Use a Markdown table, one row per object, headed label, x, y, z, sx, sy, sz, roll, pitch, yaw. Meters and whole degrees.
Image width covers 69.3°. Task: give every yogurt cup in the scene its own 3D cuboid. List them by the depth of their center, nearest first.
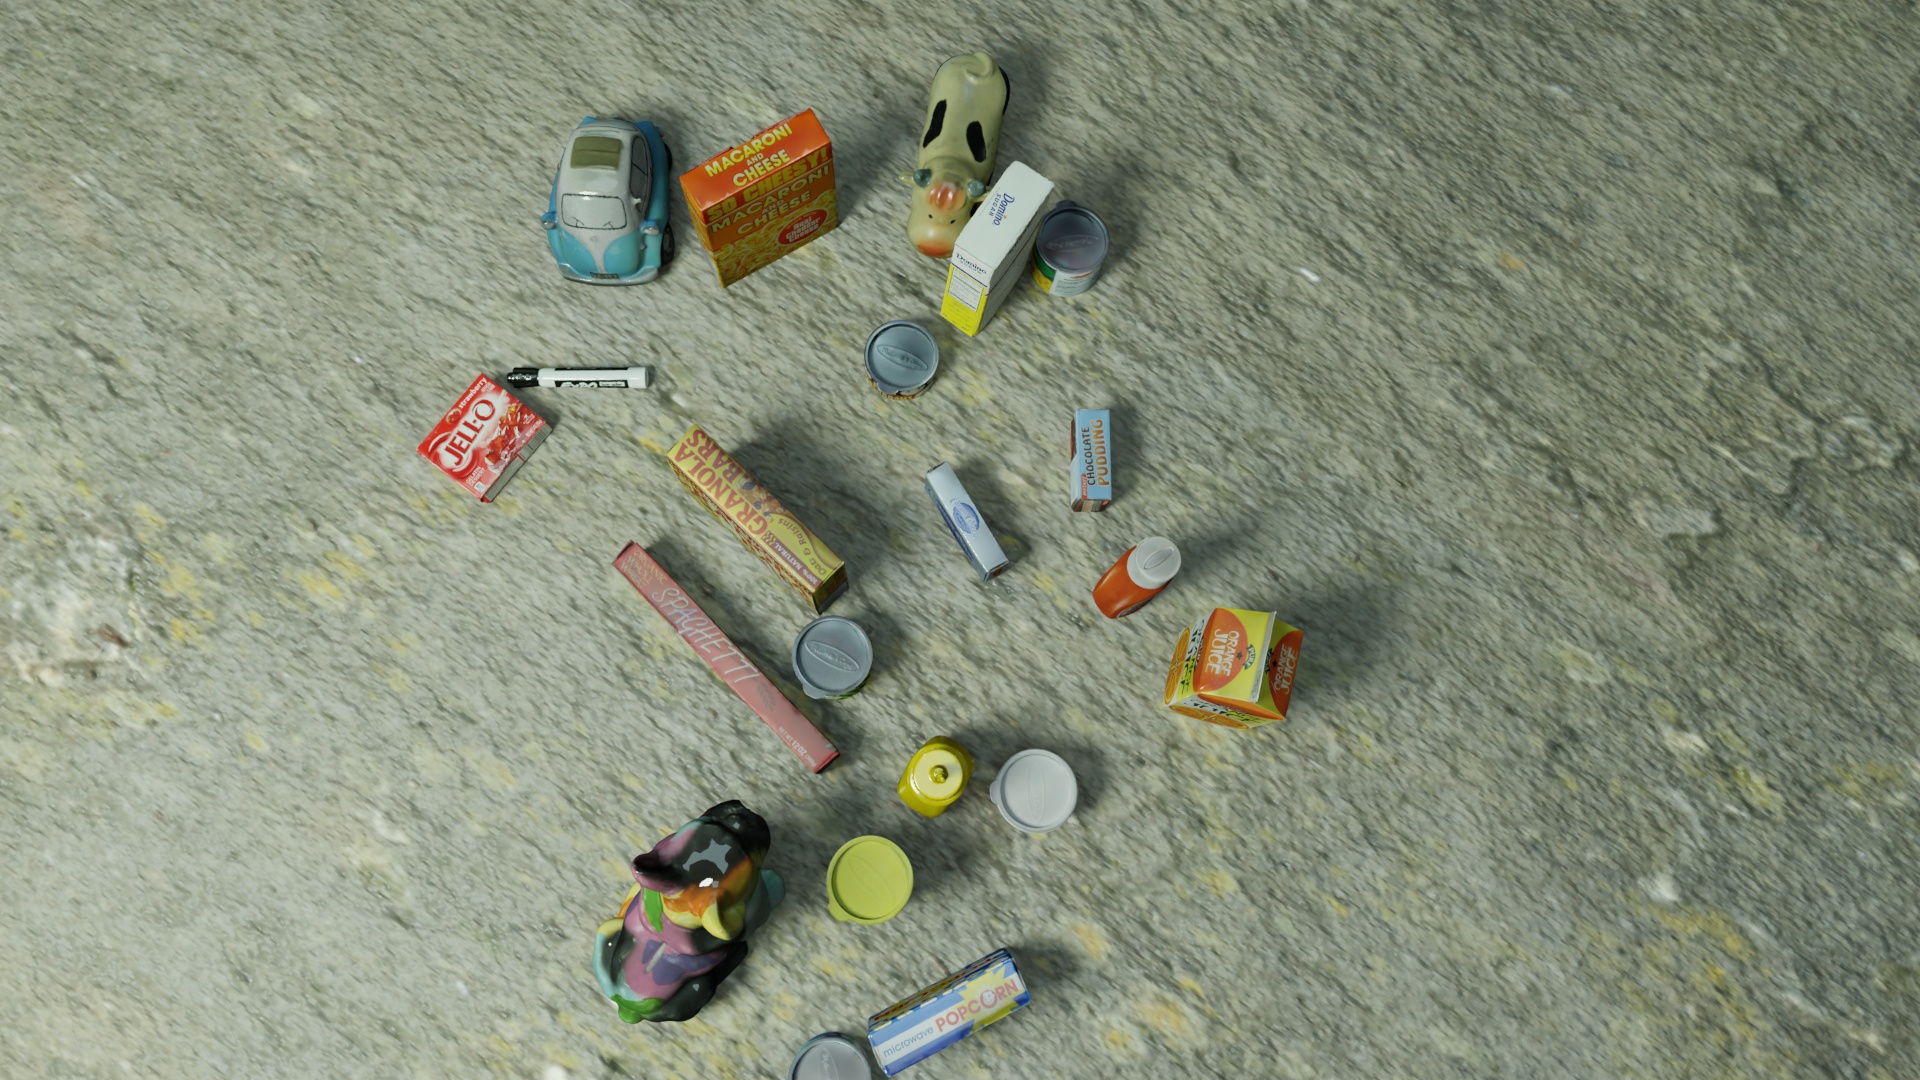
| label | x | y | z | sx | sy | sz | roll | pitch | yaw |
| --- | --- | --- | --- | --- | --- | --- | --- | --- | --- |
| yogurt cup | 0.061 | 0.209 | 1.154 | 0.072 | 0.054 | 0.072 | 1 | 78 | -3 |

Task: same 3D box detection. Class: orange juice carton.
| label | x | y | z | sx | sy | sz | roll | pitch | yaw |
| --- | --- | --- | --- | --- | --- | --- | --- | --- | --- |
| orange juice carton | 0.220 | 0.104 | 1.115 | 0.073 | 0.192 | 0.072 | 16 | 78 | 0 |

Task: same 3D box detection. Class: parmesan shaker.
| label | x | y | z | sx | sy | sz | roll | pitch | yaw |
| --- | --- | --- | --- | --- | --- | --- | --- | --- | --- |
| parmesan shaker | -0.074 | 0.271 | 1.107 | 0.071 | 0.103 | 0.071 | 1 | 78 | -3 |

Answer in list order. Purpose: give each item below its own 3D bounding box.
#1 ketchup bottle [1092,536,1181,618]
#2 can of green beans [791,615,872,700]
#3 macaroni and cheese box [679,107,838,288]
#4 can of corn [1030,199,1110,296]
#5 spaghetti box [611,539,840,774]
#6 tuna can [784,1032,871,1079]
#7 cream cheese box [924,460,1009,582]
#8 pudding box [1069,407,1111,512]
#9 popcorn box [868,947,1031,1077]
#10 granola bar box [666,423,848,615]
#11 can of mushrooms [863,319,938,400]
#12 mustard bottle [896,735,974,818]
| label | x | y | z | sx | sy | sz | roll | pitch | yaw |
| --- | --- | --- | --- | --- | --- | --- | --- | --- | --- |
| ketchup bottle | 0.149 | 0.028 | 1.149 | 0.065 | 0.148 | 0.043 | -34 | 82 | -9 |
| can of green beans | -0.107 | 0.100 | 1.166 | 0.071 | 0.057 | 0.071 | 1 | 78 | -3 |
| macaroni and cheese box | -0.169 | -0.290 | 1.191 | 0.124 | 0.166 | 0.040 | -31 | 82 | -9 |
| can of corn | 0.098 | -0.263 | 1.256 | 0.071 | 0.058 | 0.071 | 1 | 78 | -3 |
| spaghetti box | -0.197 | 0.099 | 1.165 | 0.250 | 0.050 | 0.029 | 45 | 80 | 6 |
| tuna can | -0.106 | 0.429 | 1.107 | 0.071 | 0.032 | 0.071 | 1 | 78 | -3 |
| cream cheese box | 0.004 | -0.015 | 1.199 | 0.024 | 0.053 | 0.104 | -30 | 81 | -9 |
| pudding box | 0.114 | -0.070 | 1.219 | 0.030 | 0.049 | 0.084 | 0 | 78 | -3 |
| popcorn box | -0.010 | 0.371 | 1.098 | 0.127 | 0.085 | 0.038 | -25 | 81 | -8 |
| granola bar box | -0.166 | -0.013 | 1.153 | 0.165 | 0.124 | 0.039 | 43 | 79 | 6 |
| can of mushrooms | -0.054 | -0.158 | 1.237 | 0.071 | 0.033 | 0.071 | 1 | 78 | -3 |
| mustard bottle | -0.018 | 0.185 | 1.100 | 0.049 | 0.160 | 0.065 | 35 | 79 | 4 |
